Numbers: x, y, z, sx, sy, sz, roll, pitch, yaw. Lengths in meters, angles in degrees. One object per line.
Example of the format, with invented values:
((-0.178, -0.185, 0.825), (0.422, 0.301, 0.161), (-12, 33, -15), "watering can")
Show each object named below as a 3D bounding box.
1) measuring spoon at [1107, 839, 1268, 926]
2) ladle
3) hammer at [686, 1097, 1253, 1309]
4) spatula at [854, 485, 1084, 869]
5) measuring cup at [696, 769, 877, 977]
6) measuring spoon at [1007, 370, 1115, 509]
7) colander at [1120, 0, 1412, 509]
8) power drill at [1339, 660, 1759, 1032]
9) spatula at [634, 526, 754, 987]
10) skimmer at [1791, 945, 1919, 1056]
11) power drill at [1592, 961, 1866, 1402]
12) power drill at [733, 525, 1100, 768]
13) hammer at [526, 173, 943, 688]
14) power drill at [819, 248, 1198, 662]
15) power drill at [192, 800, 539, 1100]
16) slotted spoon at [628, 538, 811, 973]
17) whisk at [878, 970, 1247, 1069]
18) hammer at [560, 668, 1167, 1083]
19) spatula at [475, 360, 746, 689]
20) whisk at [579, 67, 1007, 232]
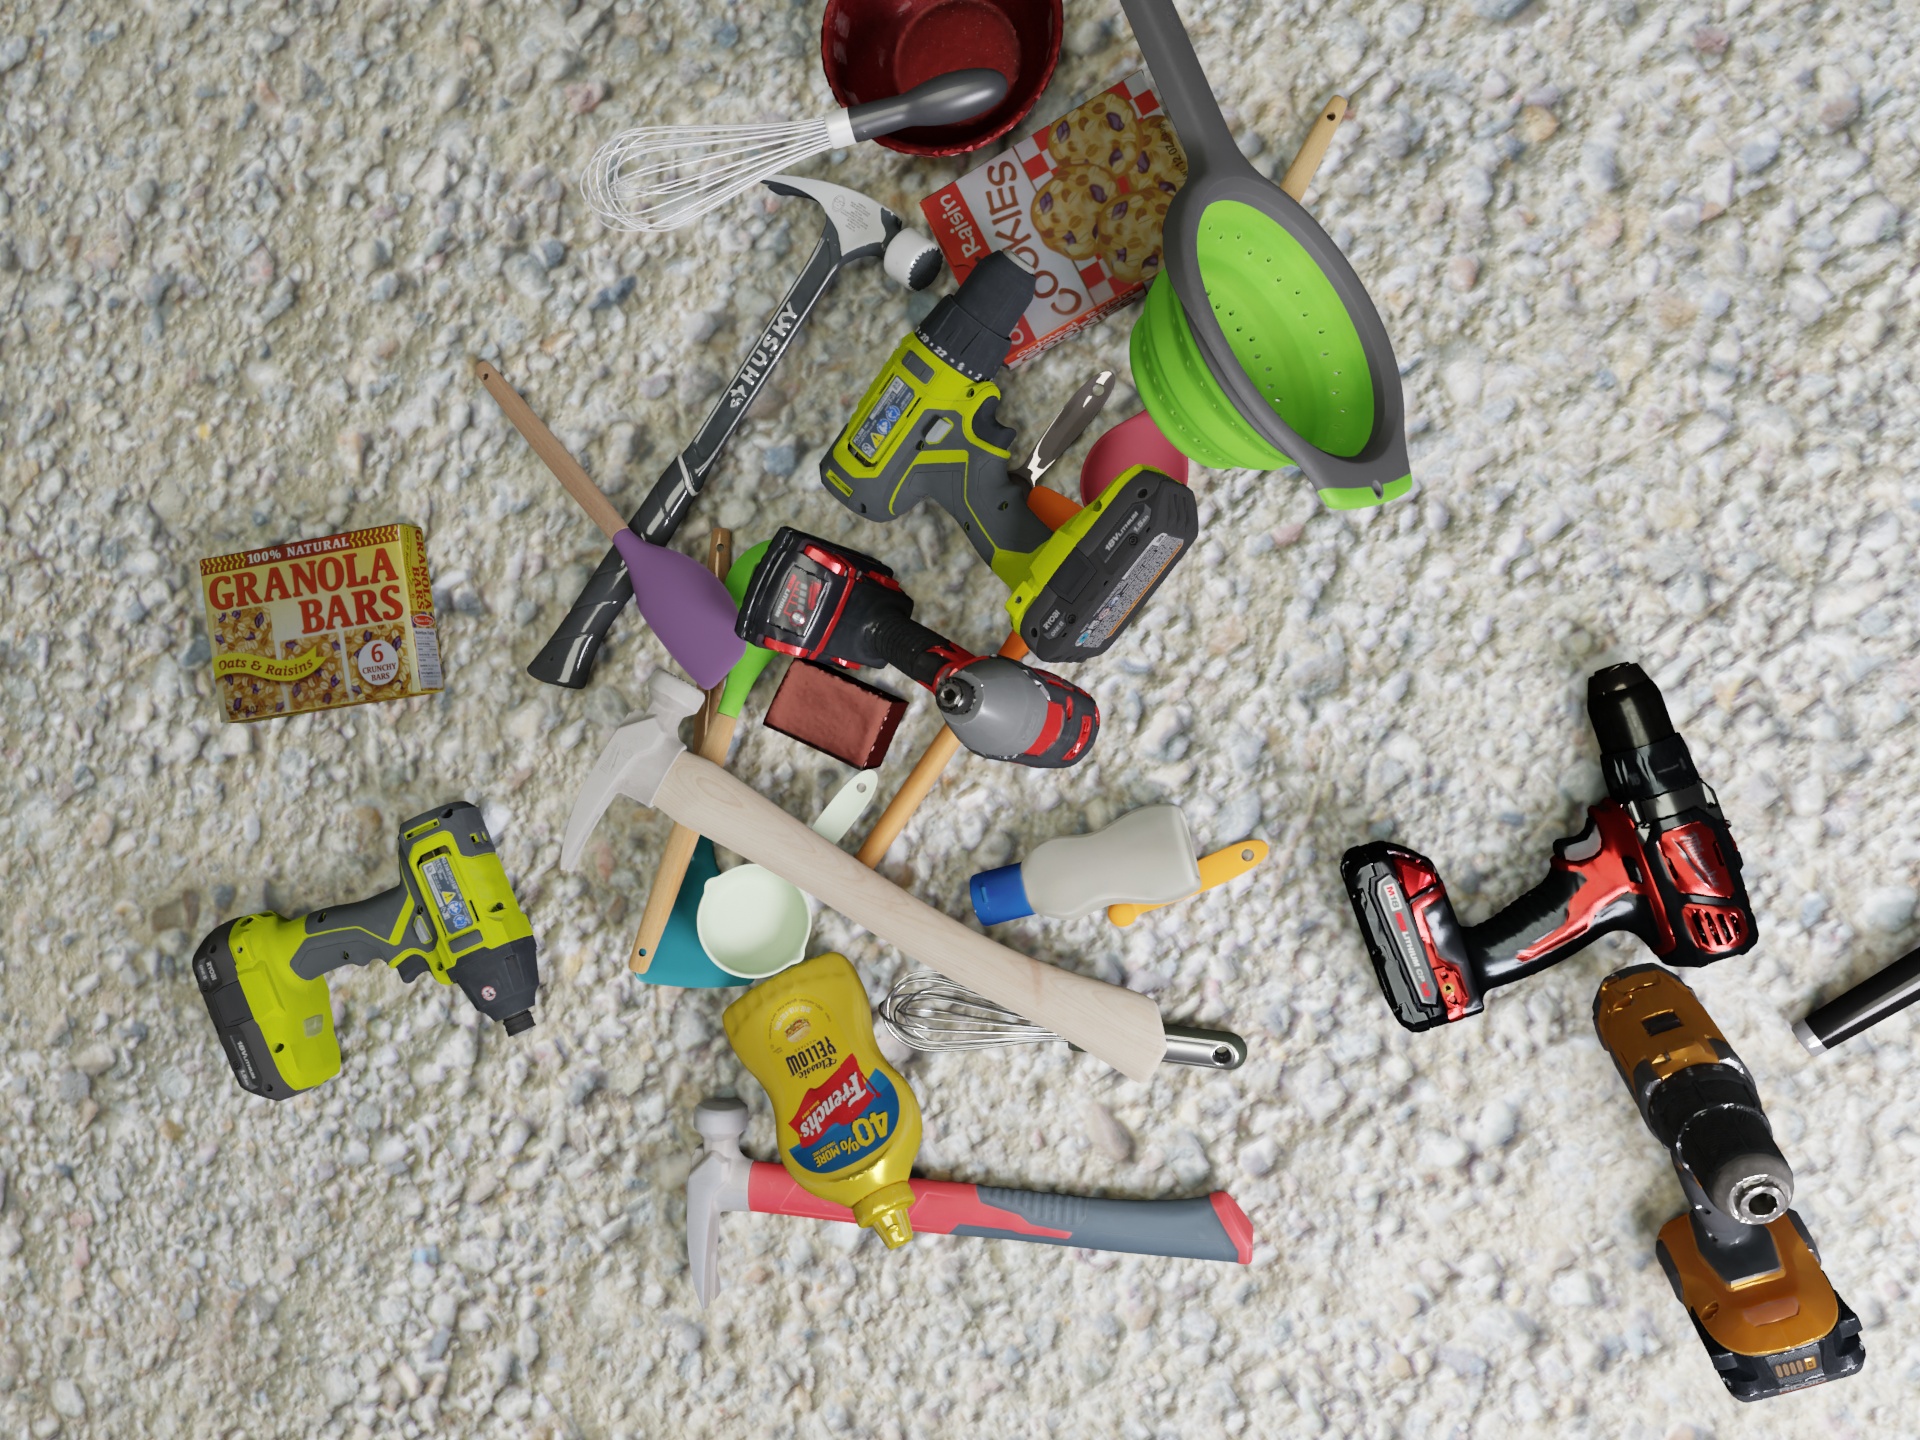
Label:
((0.150, 0.108, 1.053), (0.117, 0.011, 0.021), (-26, 86, 11), "measuring spoon")
((0.170, -0.262, 1.035), (0.069, 0.031, 0.315), (28, 95, -2), "ladle")
((0.001, 0.346, 1.076), (0.386, 0.038, 0.143), (3, 93, 12), "hammer")
((-0.002, -0.003, 1.069), (0.081, 0.041, 0.322), (38, 100, 22), "spatula")
((-0.113, 0.100, 1.085), (0.083, 0.038, 0.167), (40, 77, -7), "measuring cup")
((0.063, -0.184, 1.068), (0.034, 0.018, 0.124), (40, 92, 9), "measuring spoon")
((0.139, -0.294, 0.966), (0.094, 0.204, 0.397), (-27, 83, 43), "colander")
((0.353, 0.081, 0.979), (0.226, 0.080, 0.188), (-19, 87, 9), "power drill")
((-0.175, 0.023, 1.105), (0.082, 0.044, 0.317), (4, 90, -11), "spatula")
((0.653, 0.082, 0.937), (0.363, 0.090, 0.127), (-40, 86, 20), "skimmer")
((0.430, 0.271, 0.884), (0.084, 0.185, 0.226), (-21, 108, 11), "power drill")
((-0.029, -0.040, 0.995), (0.220, 0.143, 0.078), (30, 99, 31), "power drill")
((-0.181, -0.190, 1.100), (0.149, 0.036, 0.409), (40, 101, 22), "hammer")
((0.036, -0.165, 1.000), (0.229, 0.080, 0.190), (45, 110, 21), "power drill")
((-0.419, 0.178, 1.145), (0.223, 0.080, 0.171), (-24, 86, 8), "power drill")
((-0.166, 0.022, 1.081), (0.070, 0.031, 0.314), (19, 85, -2), "slotted spoon")
((0.066, 0.206, 1.056), (0.246, 0.059, 0.057), (6, 103, 7), "whisk")
((-0.058, 0.127, 1.030), (0.410, 0.038, 0.146), (29, 83, 5), "hammer")
((-0.247, -0.146, 1.098), (0.060, 0.018, 0.316), (-46, 69, 12), "spatula")
((-0.108, -0.372, 1.023), (0.284, 0.070, 0.070), (-13, 88, 6), "whisk")
